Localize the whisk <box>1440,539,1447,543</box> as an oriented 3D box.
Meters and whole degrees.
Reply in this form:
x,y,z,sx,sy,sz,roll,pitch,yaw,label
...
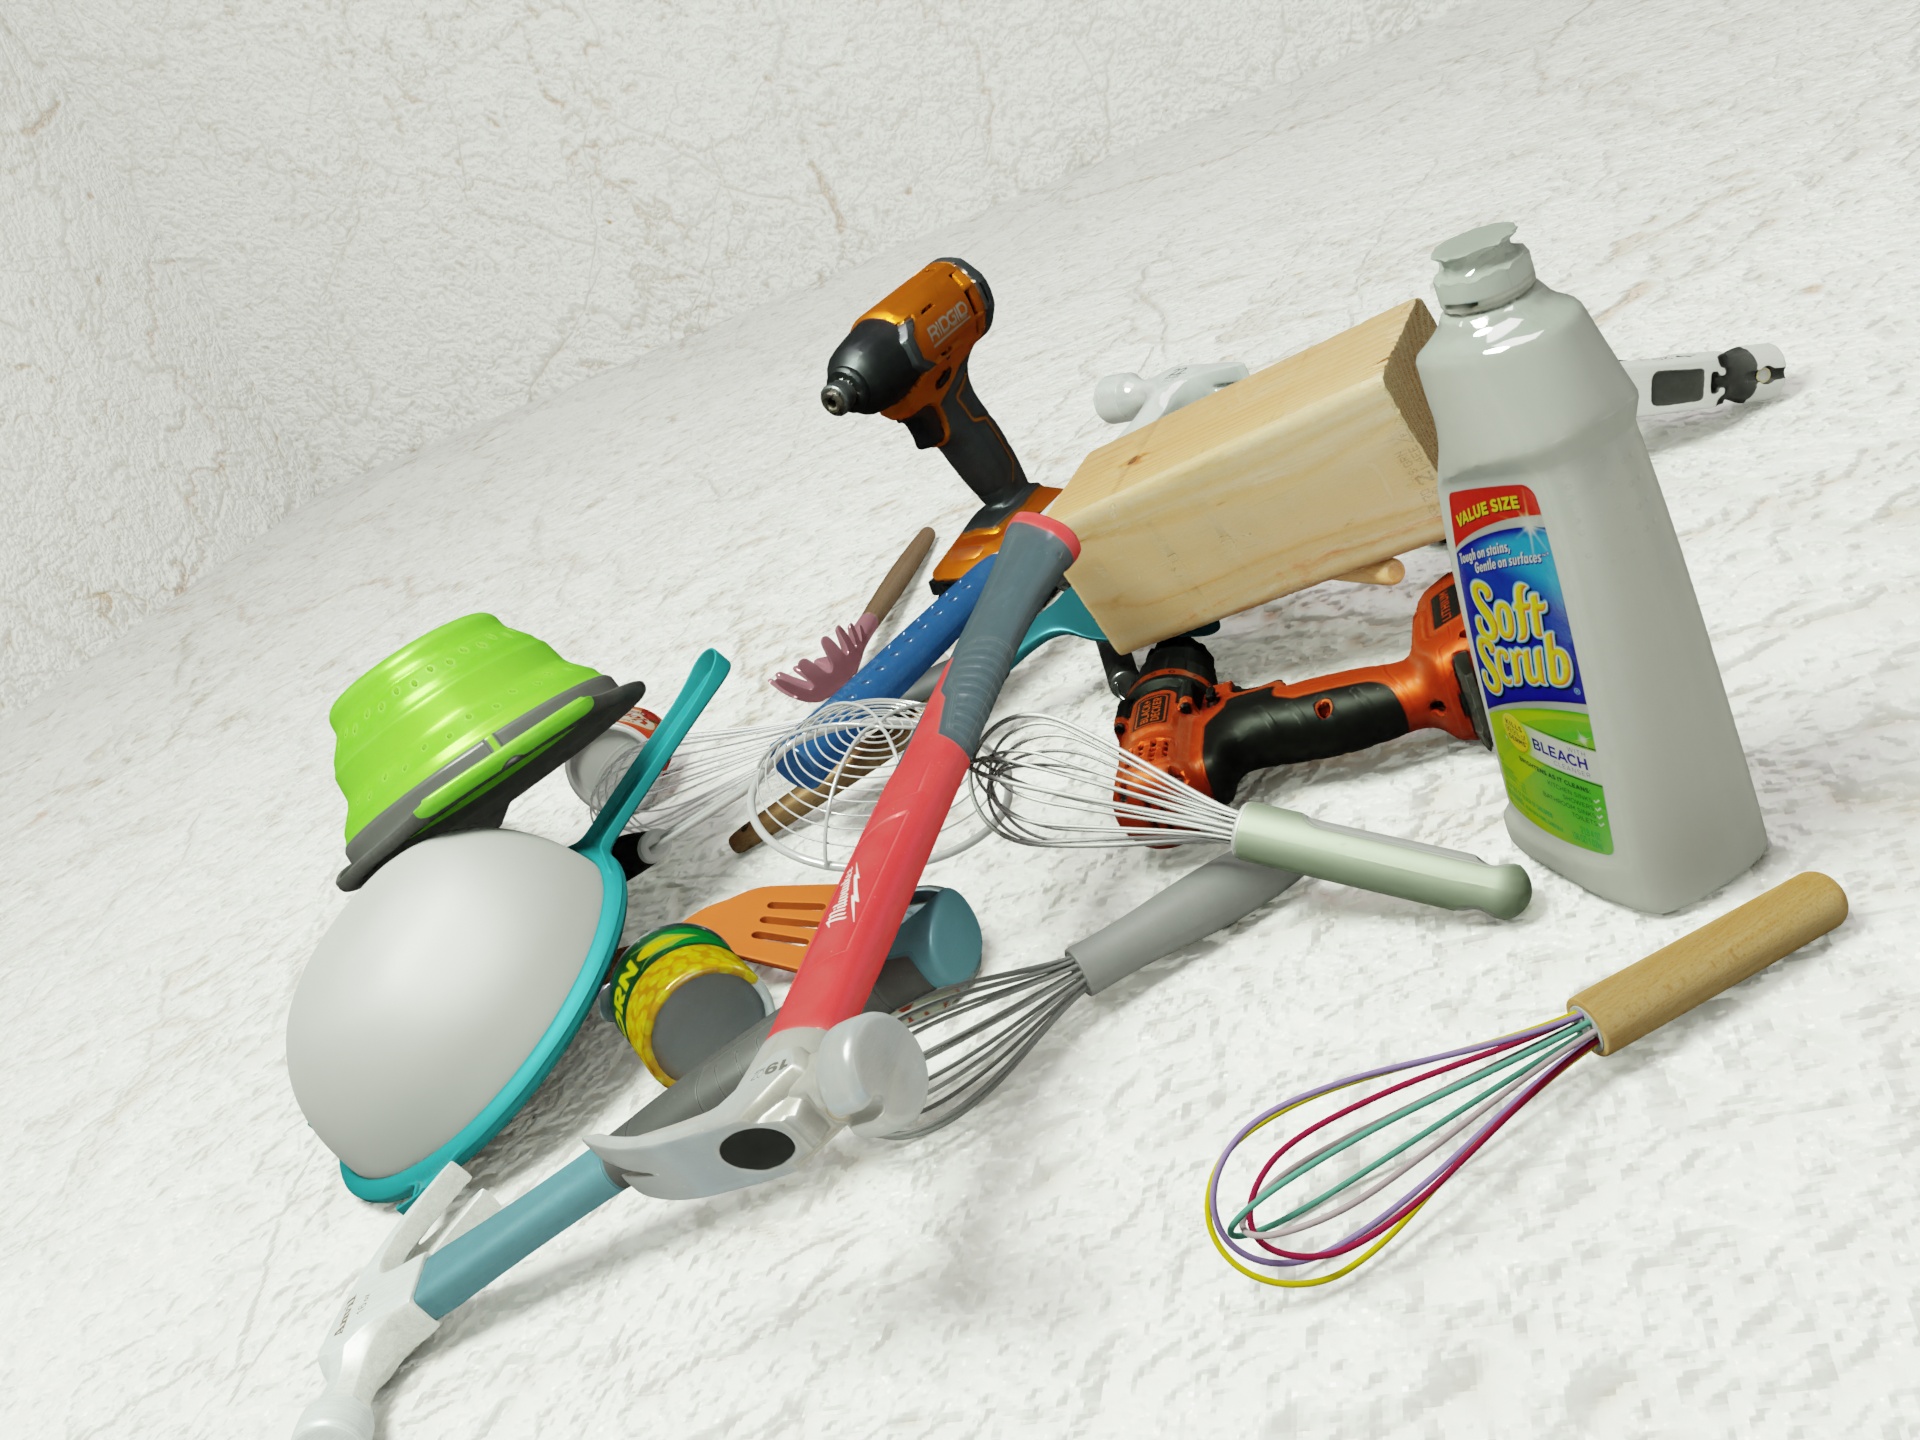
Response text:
x,y,z,sx,sy,sz,roll,pitch,yaw,label
0.216,-0.146,1.000,0.073,0.073,0.296,-35,30,-19,whisk

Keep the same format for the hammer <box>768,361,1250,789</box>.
x,y,z,sx,sy,sz,roll,pitch,yaw,label
0.035,-0.103,0.973,0.144,0.035,0.405,4,43,51,hammer

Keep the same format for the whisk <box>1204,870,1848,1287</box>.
x,y,z,sx,sy,sz,roll,pitch,yaw,label
0.190,0.115,0.523,0.245,0.051,0.047,-26,44,-9,whisk

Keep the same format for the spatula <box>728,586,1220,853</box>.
x,y,z,sx,sy,sz,roll,pitch,yaw,label
-0.001,-0.003,0.931,0.317,0.044,0.082,-33,38,11,spatula

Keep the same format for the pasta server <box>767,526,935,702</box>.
x,y,z,sx,sy,sz,roll,pitch,yaw,label
-0.065,-0.089,1.173,0.060,0.040,0.316,-35,14,27,pasta server

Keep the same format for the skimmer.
x,y,z,sx,sy,sz,roll,pitch,yaw,label
-0.120,0.075,0.861,0.363,0.090,0.127,-29,9,46,skimmer

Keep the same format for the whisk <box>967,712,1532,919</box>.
x,y,z,sx,sy,sz,roll,pitch,yaw,label
0.111,0.043,0.663,0.246,0.059,0.057,12,-1,27,whisk

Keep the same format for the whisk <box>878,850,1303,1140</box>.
x,y,z,sx,sy,sz,roll,pitch,yaw,label
0.052,0.105,0.667,0.239,0.055,0.055,-27,23,-13,whisk

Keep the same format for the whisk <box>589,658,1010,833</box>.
x,y,z,sx,sy,sz,roll,pitch,yaw,label
-0.103,0.010,1.007,0.284,0.070,0.070,-20,24,2,whisk

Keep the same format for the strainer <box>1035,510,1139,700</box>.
x,y,z,sx,sy,sz,roll,pitch,yaw,label
0.085,-0.074,1.004,0.087,0.050,0.259,15,28,-12,strainer

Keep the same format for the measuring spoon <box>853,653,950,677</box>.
x,y,z,sx,sy,sz,roll,pitch,yaw,label
-0.060,-0.033,1.092,0.124,0.018,0.034,-9,29,36,measuring spoon

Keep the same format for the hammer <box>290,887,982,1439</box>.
x,y,z,sx,sy,sz,roll,pitch,yaw,label
-0.129,0.174,0.649,0.331,0.033,0.128,-35,21,9,hammer

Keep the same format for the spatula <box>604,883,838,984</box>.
x,y,z,sx,sy,sz,roll,pitch,yaw,label
-0.189,0.143,0.865,0.322,0.041,0.081,-20,23,23,spatula

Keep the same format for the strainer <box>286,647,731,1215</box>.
x,y,z,sx,sy,sz,roll,pitch,yaw,label
-0.244,0.078,0.836,0.211,0.095,0.340,2,55,55,strainer

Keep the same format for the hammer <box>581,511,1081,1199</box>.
x,y,z,sx,sy,sz,roll,pitch,yaw,label
-0.026,0.030,0.672,0.143,0.038,0.387,-26,25,34,hammer

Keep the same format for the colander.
x,y,z,sx,sy,sz,roll,pitch,yaw,label
-0.318,0.018,0.993,0.204,0.094,0.397,-36,3,-21,colander

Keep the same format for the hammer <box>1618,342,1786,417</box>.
x,y,z,sx,sy,sz,roll,pitch,yaw,label
0.352,-0.227,1.019,0.146,0.035,0.335,-9,18,-9,hammer

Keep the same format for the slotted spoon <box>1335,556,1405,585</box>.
x,y,z,sx,sy,sz,roll,pitch,yaw,label
0.172,-0.099,0.917,0.070,0.031,0.314,-17,14,-11,slotted spoon

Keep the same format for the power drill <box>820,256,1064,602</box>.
x,y,z,sx,sy,sz,roll,pitch,yaw,label
-0.007,-0.178,1.076,0.084,0.226,0.164,-5,32,40,power drill
